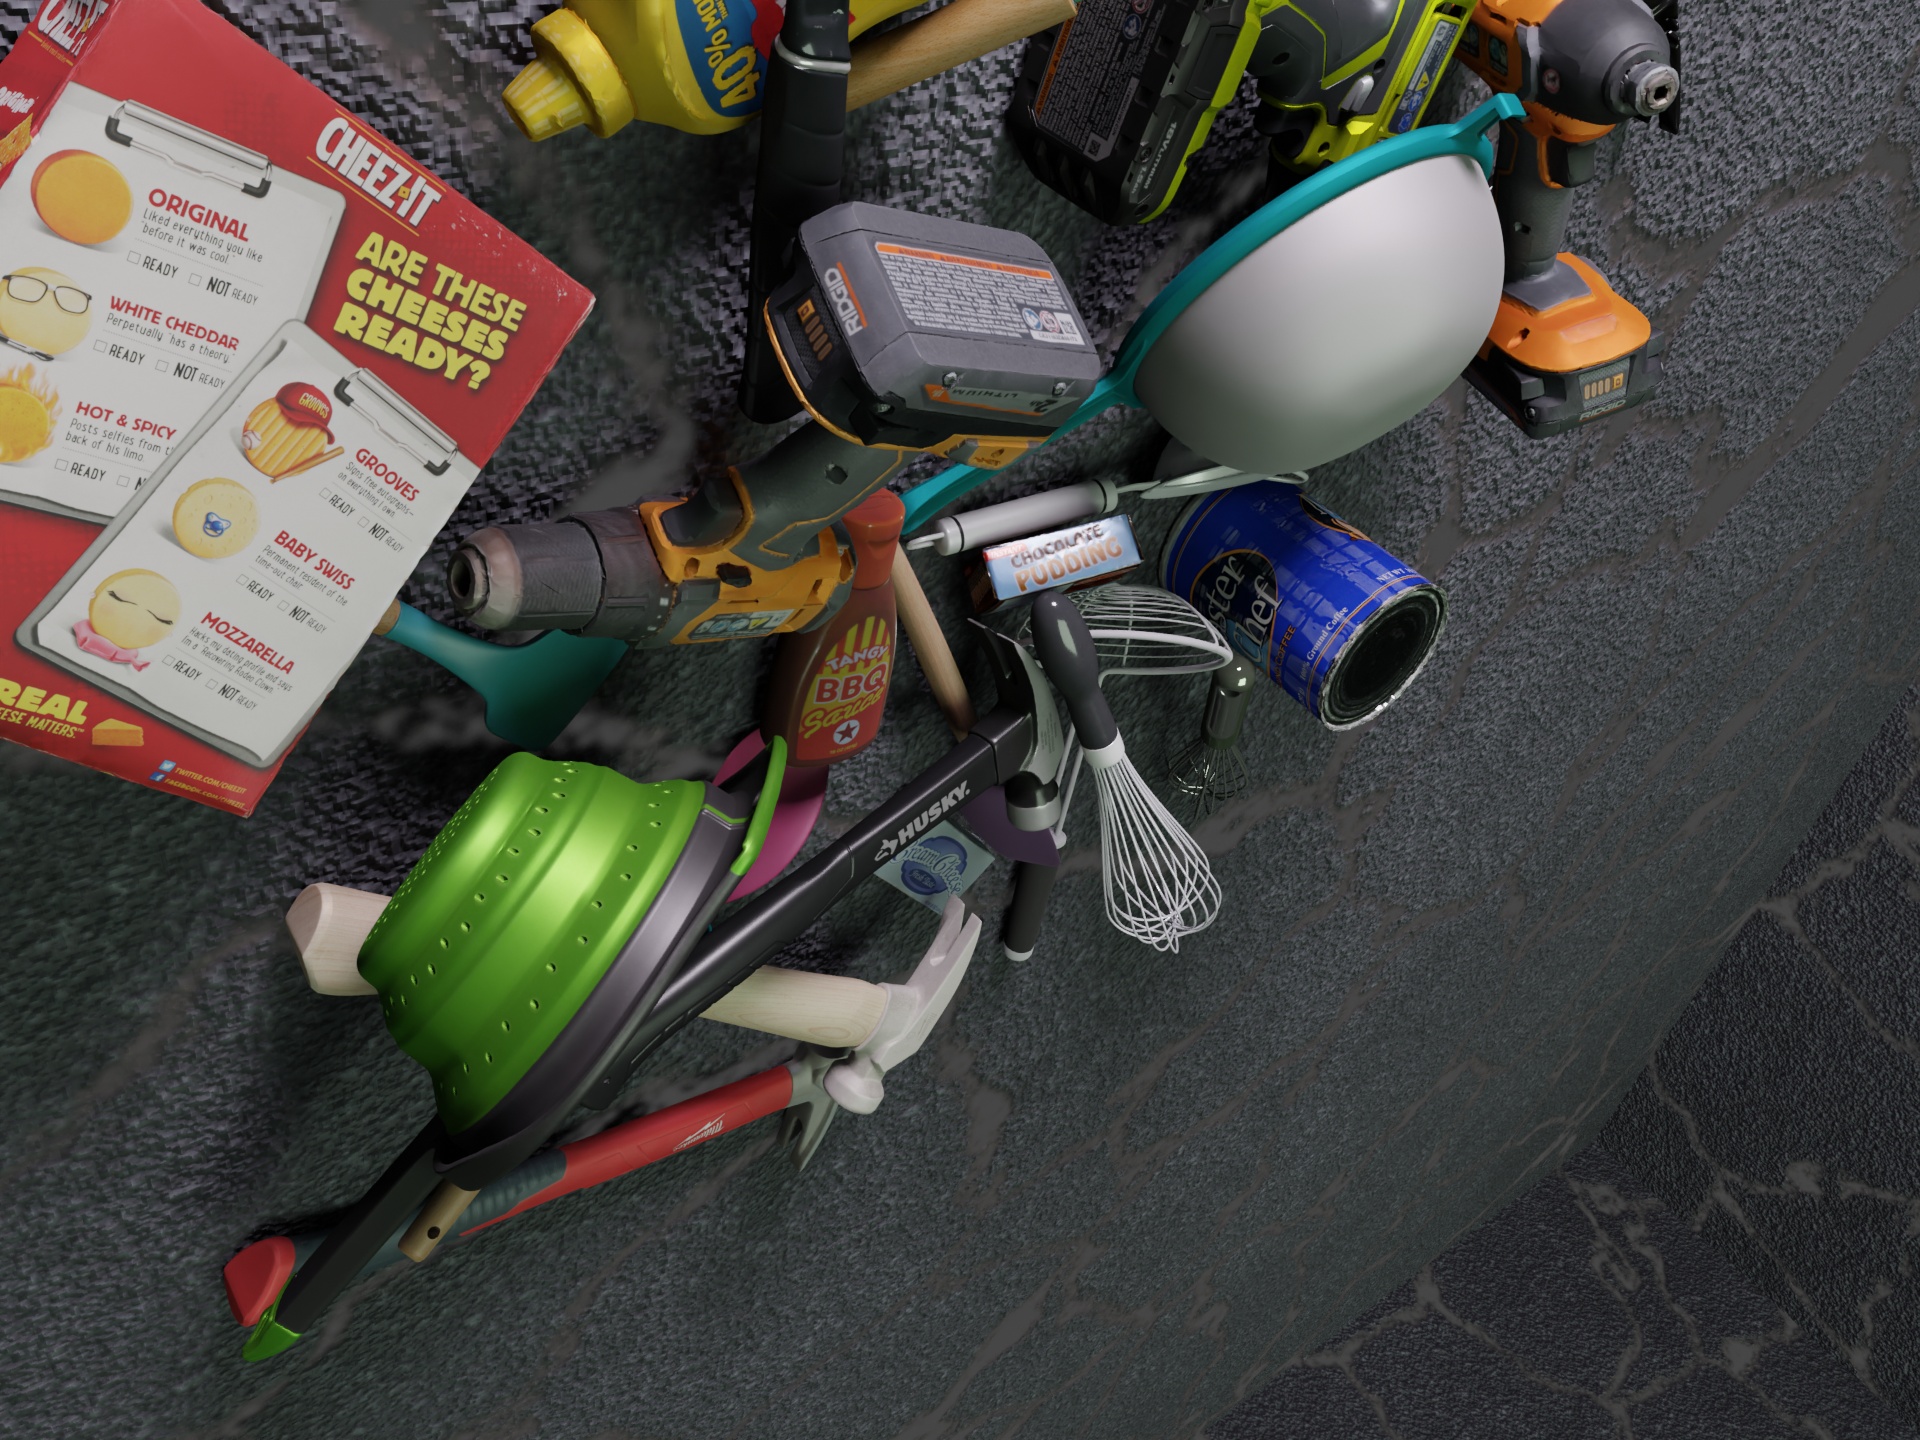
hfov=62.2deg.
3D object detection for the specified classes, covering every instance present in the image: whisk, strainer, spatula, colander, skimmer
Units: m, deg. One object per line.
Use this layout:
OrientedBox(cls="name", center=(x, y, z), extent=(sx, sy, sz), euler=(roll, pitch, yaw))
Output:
OrientedBox(cls="whisk", center=(0.167, 0.011, 1.035), extent=(0.246, 0.058, 0.059), euler=(79, 26, -70))
OrientedBox(cls="strainer", center=(0.083, -0.126, 0.860), extent=(0.258, 0.050, 0.087), euler=(-18, -178, -27))
OrientedBox(cls="spatula", center=(-0.244, -0.053, 0.605), extent=(0.082, 0.044, 0.317), euler=(-51, 141, 9))
OrientedBox(cls="colander", center=(-0.232, 0.138, 0.684), extent=(0.094, 0.205, 0.397), euler=(38, 109, -15))
OrientedBox(cls="whisk", center=(0.087, 0.036, 0.894), extent=(0.070, 0.070, 0.284), euler=(-36, 131, -13))
OrientedBox(cls="whisk", center=(0.061, -0.276, 0.582), extent=(0.245, 0.047, 0.051), euler=(-17, 120, 17))
OrientedBox(cls="strainer", center=(0.131, -0.153, 0.781), extent=(0.340, 0.095, 0.211), euler=(-30, 171, -1))
OrientedBox(cls="spatula", center=(-0.001, -0.003, 0.899), extent=(0.018, 0.060, 0.315), euler=(-66, 151, -30))
OrientedBox(cls="skimmer", center=(0.069, 0.054, 0.990), extent=(0.127, 0.090, 0.363), euler=(4, 133, -9))

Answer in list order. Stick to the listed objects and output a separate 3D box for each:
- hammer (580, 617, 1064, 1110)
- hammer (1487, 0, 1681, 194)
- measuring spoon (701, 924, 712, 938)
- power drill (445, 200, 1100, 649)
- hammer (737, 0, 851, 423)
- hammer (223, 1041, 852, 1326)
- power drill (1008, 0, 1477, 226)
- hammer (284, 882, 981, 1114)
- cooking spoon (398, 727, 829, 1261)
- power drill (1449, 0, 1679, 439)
OrientedBox(cls="hammer", center=(-0.070, 0.078, 0.804), extent=(0.335, 0.035, 0.146), euler=(-37, 138, -29))
OrientedBox(cls="hammer", center=(0.291, -0.278, 0.926), extent=(0.337, 0.034, 0.127), euler=(-46, 145, 1))
OrientedBox(cls="measuring spoon", center=(-0.158, 0.082, 0.850), extent=(0.042, 0.021, 0.128), euler=(-19, 129, -30))
OrientedBox(cls="power drill", center=(-0.079, -0.099, 0.621), extent=(0.185, 0.084, 0.226), euler=(-8, 159, -46))
OrientedBox(cls="hammer", center=(-0.049, -0.223, 0.502), extent=(0.149, 0.036, 0.408), euler=(-33, 165, -22))
OrientedBox(cls="hammer", center=(-0.234, 0.277, 0.950), extent=(0.386, 0.038, 0.143), euler=(-13, 136, -39))
OrientedBox(cls="power drill", center=(0.134, -0.284, 0.717), extent=(0.223, 0.080, 0.171), euler=(-12, 135, -43))
OrientedBox(cls="hammer", center=(-0.152, 0.129, 0.845), extent=(0.410, 0.038, 0.146), euler=(21, 104, -47))
OrientedBox(cls="cooking spoon", center=(-0.164, 0.124, 0.782), extent=(0.319, 0.017, 0.068), euler=(-54, 125, -27))
OrientedBox(cls="power drill", center=(0.303, -0.262, 0.803), extent=(0.084, 0.164, 0.226), euler=(-20, 130, -2))
